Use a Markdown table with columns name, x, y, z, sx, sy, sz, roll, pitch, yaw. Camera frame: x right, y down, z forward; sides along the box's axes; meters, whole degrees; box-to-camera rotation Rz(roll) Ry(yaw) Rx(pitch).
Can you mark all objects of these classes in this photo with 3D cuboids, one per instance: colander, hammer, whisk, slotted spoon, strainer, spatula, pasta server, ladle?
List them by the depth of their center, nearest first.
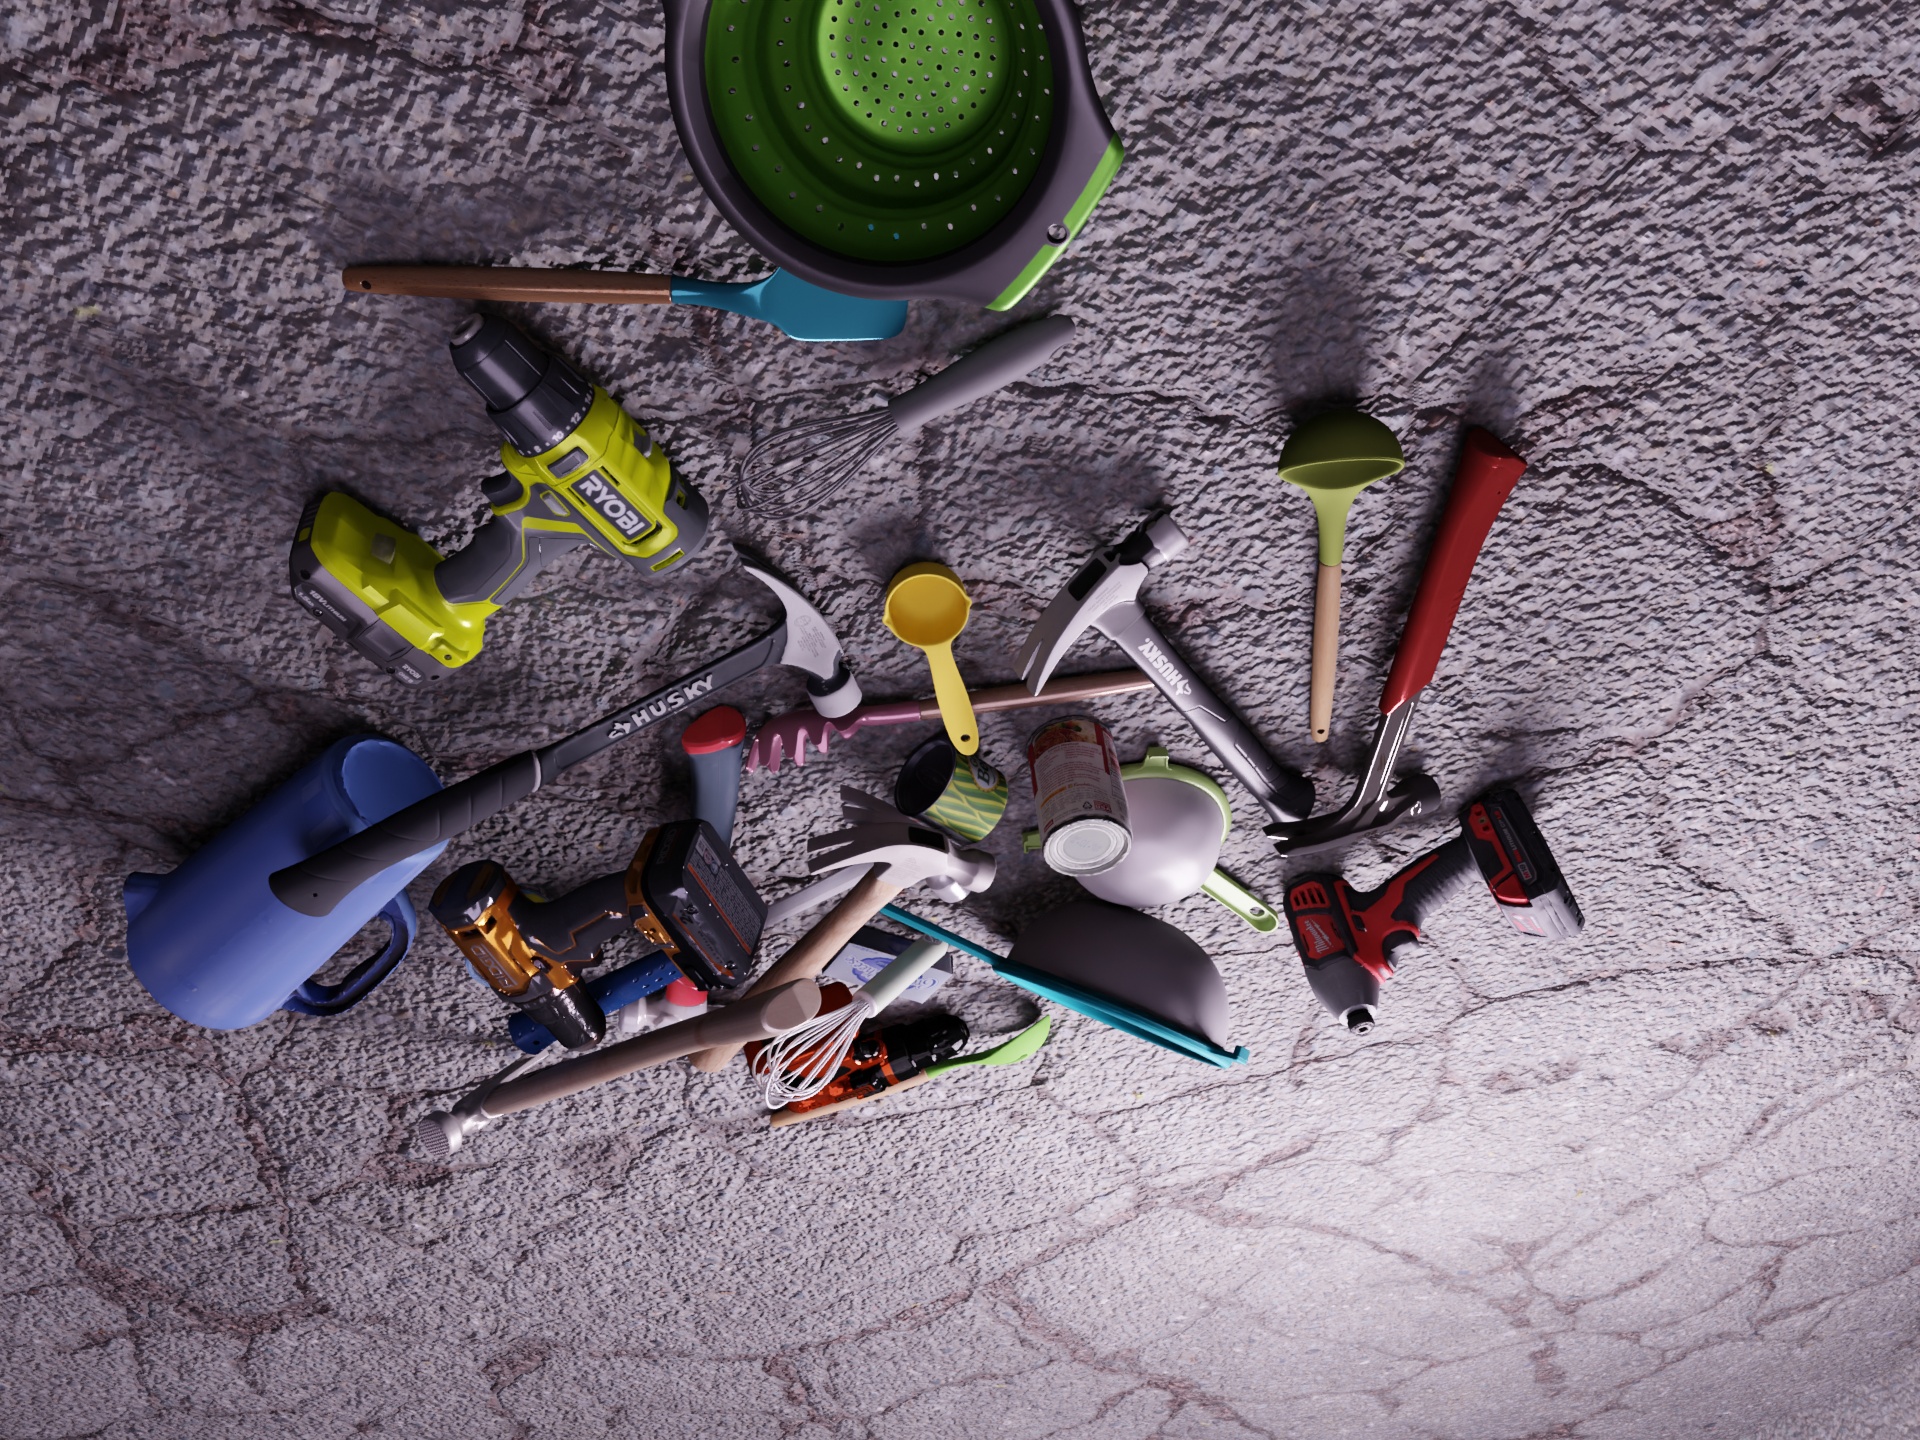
| name | x | y | z | sx | sy | sz | roll | pitch | yaw |
| --- | --- | --- | --- | --- | --- | --- | --- | --- | --- |
| colander | -0.099 | -0.365 | 0.762 | 0.397 | 0.095 | 0.204 | 34 | 125 | -12 |
| spatula | -0.188 | -0.250 | 0.904 | 0.317 | 0.044 | 0.082 | 2 | 136 | -1 |
| whisk | -0.038 | -0.186 | 0.967 | 0.239 | 0.055 | 0.055 | -25 | 132 | 13 |
| hammer | -0.273 | 0.022 | 1.075 | 0.409 | 0.036 | 0.149 | -28 | 130 | -5 |
| ladle | 0.255 | -0.083 | 1.094 | 0.078 | 0.062 | 0.319 | -2 | 139 | 8 |
| hammer | 0.318 | -0.045 | 1.133 | 0.149 | 0.037 | 0.358 | -13 | 136 | -19 |
| hammer | 0.171 | -0.006 | 1.159 | 0.146 | 0.035 | 0.334 | -42 | 132 | 7 |
| pasta server | -0.002 | -0.004 | 1.160 | 0.316 | 0.040 | 0.060 | -8 | 173 | -1 |
| hammer | -0.121 | 0.183 | 1.242 | 0.130 | 0.031 | 0.331 | 23 | 128 | -30 |
| hammer | -0.196 | 0.172 | 1.266 | 0.405 | 0.035 | 0.143 | -27 | 134 | 18 |
| whisk | -0.082 | 0.234 | 1.281 | 0.058 | 0.246 | 0.059 | 22 | 123 | 25 |
| hammer | -0.193 | 0.136 | 1.283 | 0.143 | 0.038 | 0.386 | 5 | 135 | -12 |
| hammer | -0.264 | 0.267 | 1.286 | 0.410 | 0.146 | 0.038 | -23 | 95 | 33 |
| strainer | 0.182 | 0.132 | 1.294 | 0.151 | 0.069 | 0.256 | -36 | 126 | 27 |
| strainer | 0.081 | 0.179 | 1.316 | 0.340 | 0.095 | 0.211 | 25 | 170 | -2 |
| slotted spoon | -0.050 | 0.338 | 1.502 | 0.314 | 0.031 | 0.070 | -23 | 175 | 22 |

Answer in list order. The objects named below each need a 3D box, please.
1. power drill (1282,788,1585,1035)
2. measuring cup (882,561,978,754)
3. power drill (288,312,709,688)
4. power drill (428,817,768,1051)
| name | x | y | z | sx | sy | sz | roll | pitch | yaw |
| --- | --- | --- | --- | --- | --- | --- | --- | --- | --- |
| power drill | 0.379 | 0.160 | 1.293 | 0.219 | 0.143 | 0.078 | -28 | 134 | 18 |
| measuring cup | -0.012 | -0.043 | 1.110 | 0.062 | 0.029 | 0.156 | -13 | 126 | 5 |
| power drill | -0.296 | -0.131 | 0.975 | 0.228 | 0.080 | 0.190 | -28 | 132 | 18 |
| power drill | -0.260 | 0.170 | 1.195 | 0.226 | 0.084 | 0.185 | -14 | 125 | 21 |
